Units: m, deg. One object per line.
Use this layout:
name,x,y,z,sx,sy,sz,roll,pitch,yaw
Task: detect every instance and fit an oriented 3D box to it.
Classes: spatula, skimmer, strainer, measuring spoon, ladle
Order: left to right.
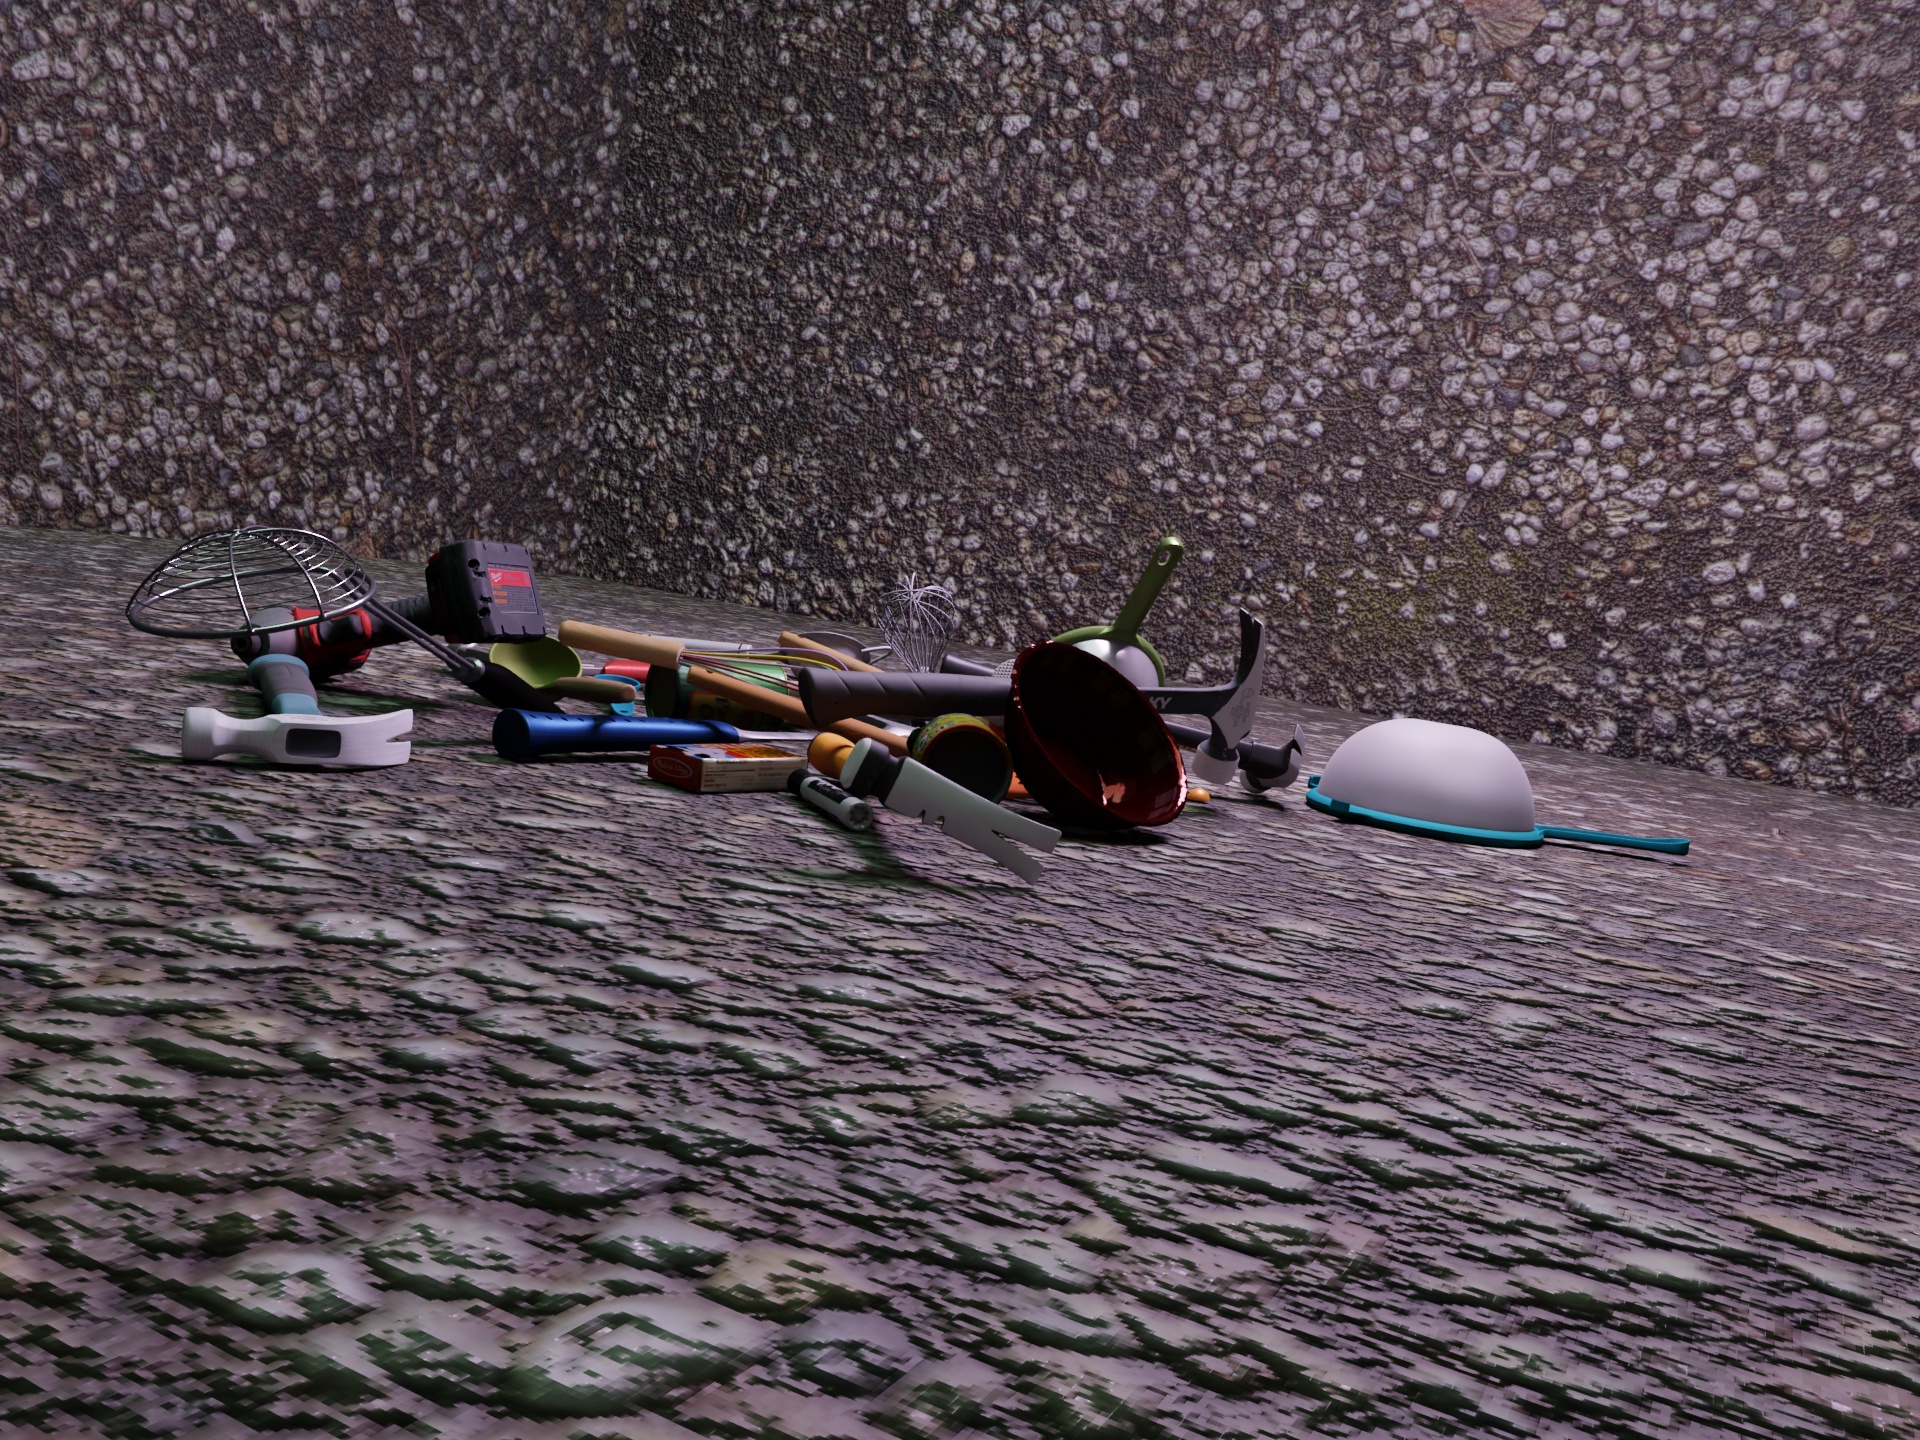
skimmer,-0.354,-0.027,1.002,0.127,0.090,0.363,6,-17,20
ladle,-0.302,-0.038,1.233,0.078,0.062,0.320,2,2,-28
measuring spoon,-0.304,-0.015,1.413,0.042,0.021,0.129,7,15,-17
strainer,-0.193,-0.058,1.481,0.258,0.050,0.086,6,-28,9
spatula,-0.050,0.009,1.207,0.322,0.041,0.081,19,16,-15
ladle,-0.002,-0.004,1.296,0.315,0.031,0.069,24,6,-10
strainer,0.147,-0.049,1.465,0.151,0.256,0.069,13,35,-22
measuring spoon,0.168,0.055,1.399,0.117,0.011,0.021,13,7,39
strainer,0.491,0.057,1.442,0.340,0.095,0.211,8,5,6

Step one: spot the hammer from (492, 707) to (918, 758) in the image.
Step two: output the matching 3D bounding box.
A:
hammer,-0.173,0.012,1.211,0.144,0.035,0.405,14,8,40

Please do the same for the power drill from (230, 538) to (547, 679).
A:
power drill,-0.454,-0.079,1.254,0.219,0.078,0.143,-12,1,11

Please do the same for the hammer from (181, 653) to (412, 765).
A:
hammer,-0.443,-0.011,1.052,0.128,0.033,0.331,5,7,-26

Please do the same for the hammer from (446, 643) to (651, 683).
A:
hammer,-0.318,-0.047,1.584,0.149,0.036,0.359,13,8,41

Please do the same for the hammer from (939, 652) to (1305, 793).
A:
hammer,0.142,-0.002,1.402,0.334,0.035,0.146,16,-14,-5

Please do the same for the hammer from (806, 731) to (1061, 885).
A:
hammer,-0.043,0.040,1.023,0.127,0.034,0.337,28,-4,-15

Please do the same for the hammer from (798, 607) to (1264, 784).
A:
hammer,0.066,-0.020,1.210,0.408,0.149,0.036,1,28,-30

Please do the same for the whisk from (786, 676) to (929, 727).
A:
whisk,-0.138,-0.019,1.521,0.239,0.055,0.055,14,7,11

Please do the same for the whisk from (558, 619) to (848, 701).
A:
whisk,-0.202,-0.043,1.265,0.245,0.051,0.047,12,-17,5

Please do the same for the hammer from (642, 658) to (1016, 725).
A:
hammer,-0.103,-0.014,1.430,0.411,0.038,0.146,5,-27,25

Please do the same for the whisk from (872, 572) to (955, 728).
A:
whisk,-0.036,-0.050,1.453,0.070,0.070,0.284,9,-23,7
